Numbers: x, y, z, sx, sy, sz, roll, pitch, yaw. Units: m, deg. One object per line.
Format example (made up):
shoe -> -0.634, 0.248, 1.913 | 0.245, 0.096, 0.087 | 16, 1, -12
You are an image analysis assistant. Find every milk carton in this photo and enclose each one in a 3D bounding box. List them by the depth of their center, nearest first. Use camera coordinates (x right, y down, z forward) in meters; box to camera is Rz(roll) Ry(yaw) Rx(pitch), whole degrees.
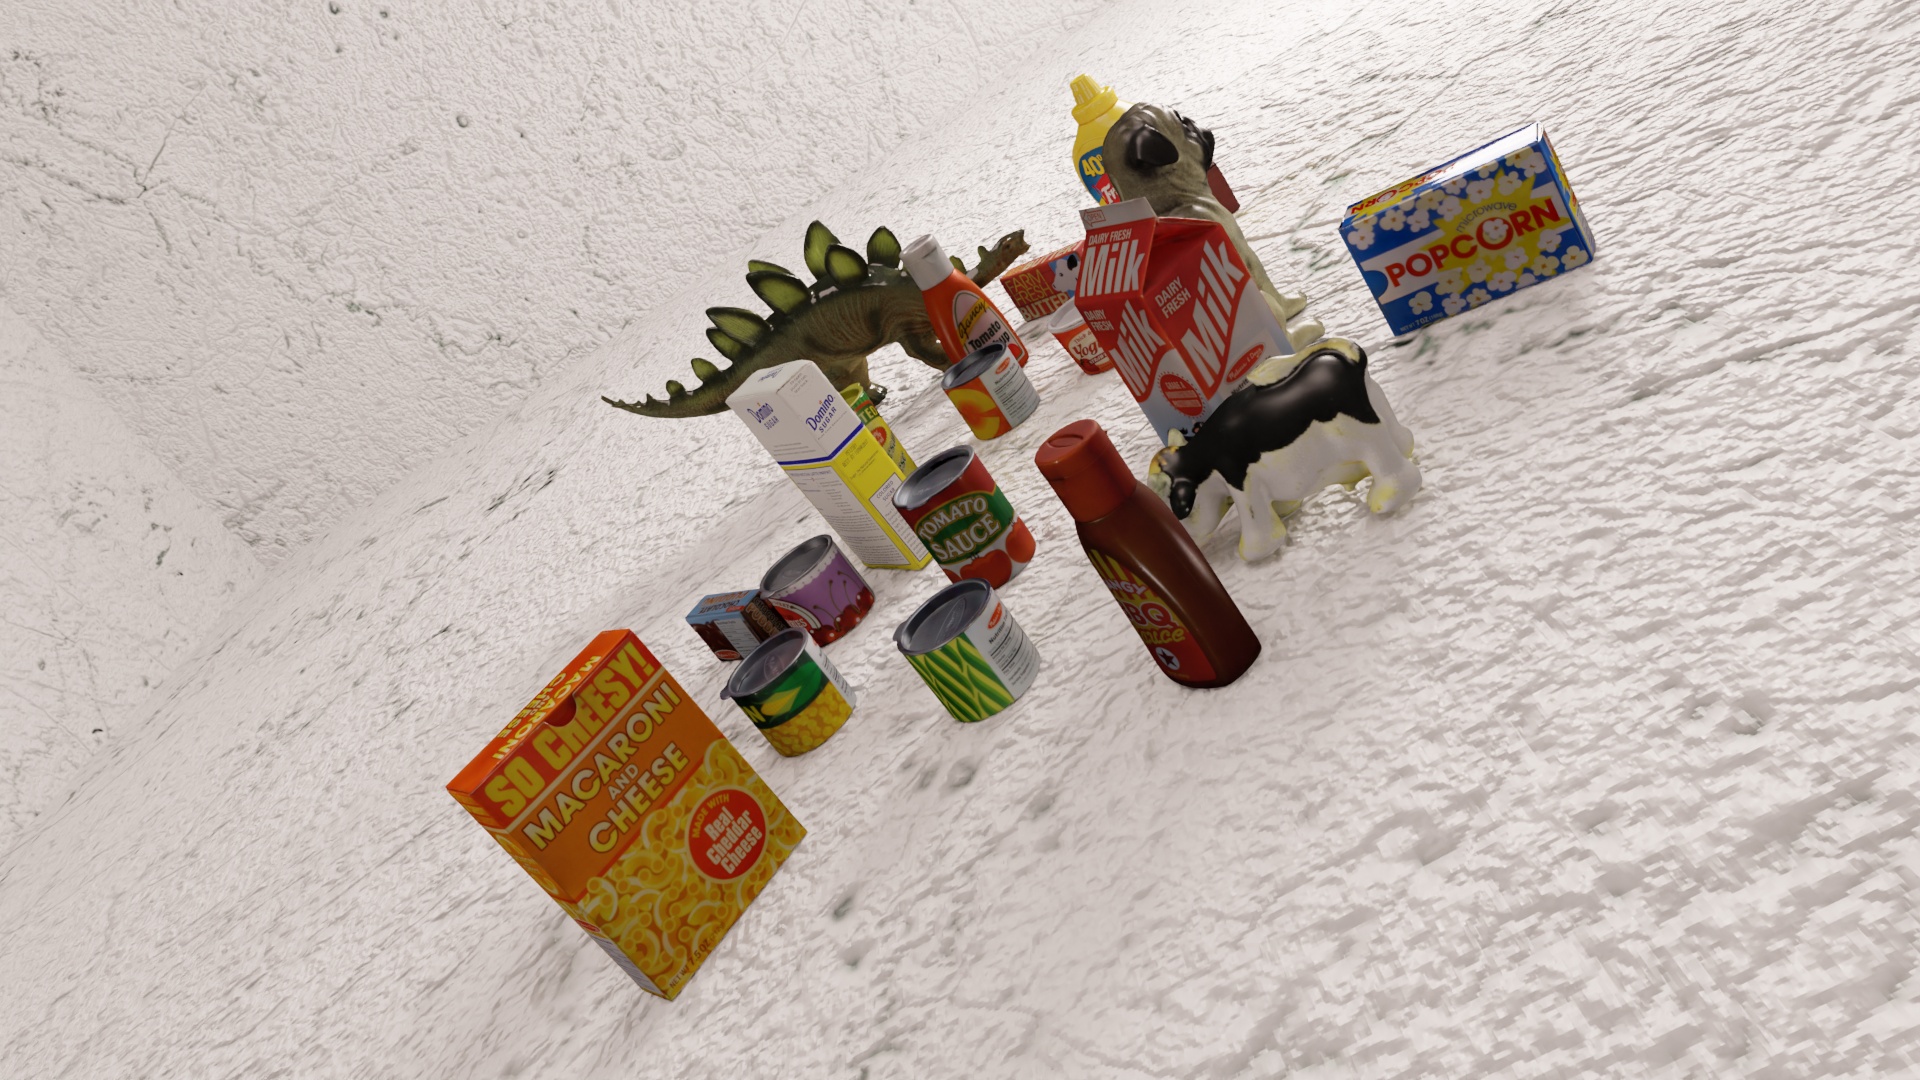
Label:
milk carton -> 0.137, -0.121, 0.830 | 0.074, 0.190, 0.072 | -44, 23, -19

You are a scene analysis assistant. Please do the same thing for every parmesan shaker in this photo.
parmesan shaker -> -0.078, -0.070, 1.157 | 0.071, 0.103, 0.071 | -30, 22, 14

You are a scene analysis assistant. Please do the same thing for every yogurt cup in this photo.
yogurt cup -> 0.113, -0.175, 1.157 | 0.072, 0.054, 0.073 | -30, 22, 14

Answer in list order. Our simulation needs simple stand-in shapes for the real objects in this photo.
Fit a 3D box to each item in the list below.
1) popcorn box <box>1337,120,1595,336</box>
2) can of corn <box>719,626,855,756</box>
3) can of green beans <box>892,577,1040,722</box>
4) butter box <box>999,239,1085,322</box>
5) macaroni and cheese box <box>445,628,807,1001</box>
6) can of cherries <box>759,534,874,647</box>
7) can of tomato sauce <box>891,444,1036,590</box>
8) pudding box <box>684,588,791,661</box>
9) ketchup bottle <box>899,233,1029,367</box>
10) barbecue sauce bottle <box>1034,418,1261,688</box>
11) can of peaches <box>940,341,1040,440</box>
popcorn box -> 0.312, -0.190, 0.857 | 0.126, 0.085, 0.038 | -20, 26, 34
can of corn -> -0.113, 0.102, 0.919 | 0.071, 0.058, 0.071 | -30, 22, 14
can of green beans -> 0.005, 0.065, 0.822 | 0.071, 0.057, 0.071 | -30, 22, 14
butter box -> 0.090, -0.250, 1.344 | 0.103, 0.053, 0.024 | -12, 32, 45
macaroni and cheese box -> -0.179, 0.150, 0.771 | 0.040, 0.166, 0.124 | -8, 35, 50
can of cherries -> -0.108, 0.040, 1.037 | 0.071, 0.058, 0.072 | -30, 22, 14
can of tomato sauce -> 0.003, -0.012, 0.947 | 0.071, 0.083, 0.071 | -30, 22, 14
pudding box -> -0.173, 0.067, 1.089 | 0.083, 0.049, 0.030 | -9, 34, 48
ketchup bottle -> -0.001, -0.207, 1.261 | 0.065, 0.148, 0.043 | -43, 23, -17
barbecue sauce bottle -> 0.091, 0.007, 0.694 | 0.044, 0.148, 0.065 | -44, 23, -20
can of peaches -> 0.025, -0.127, 1.183 | 0.071, 0.058, 0.071 | -30, 22, 14
